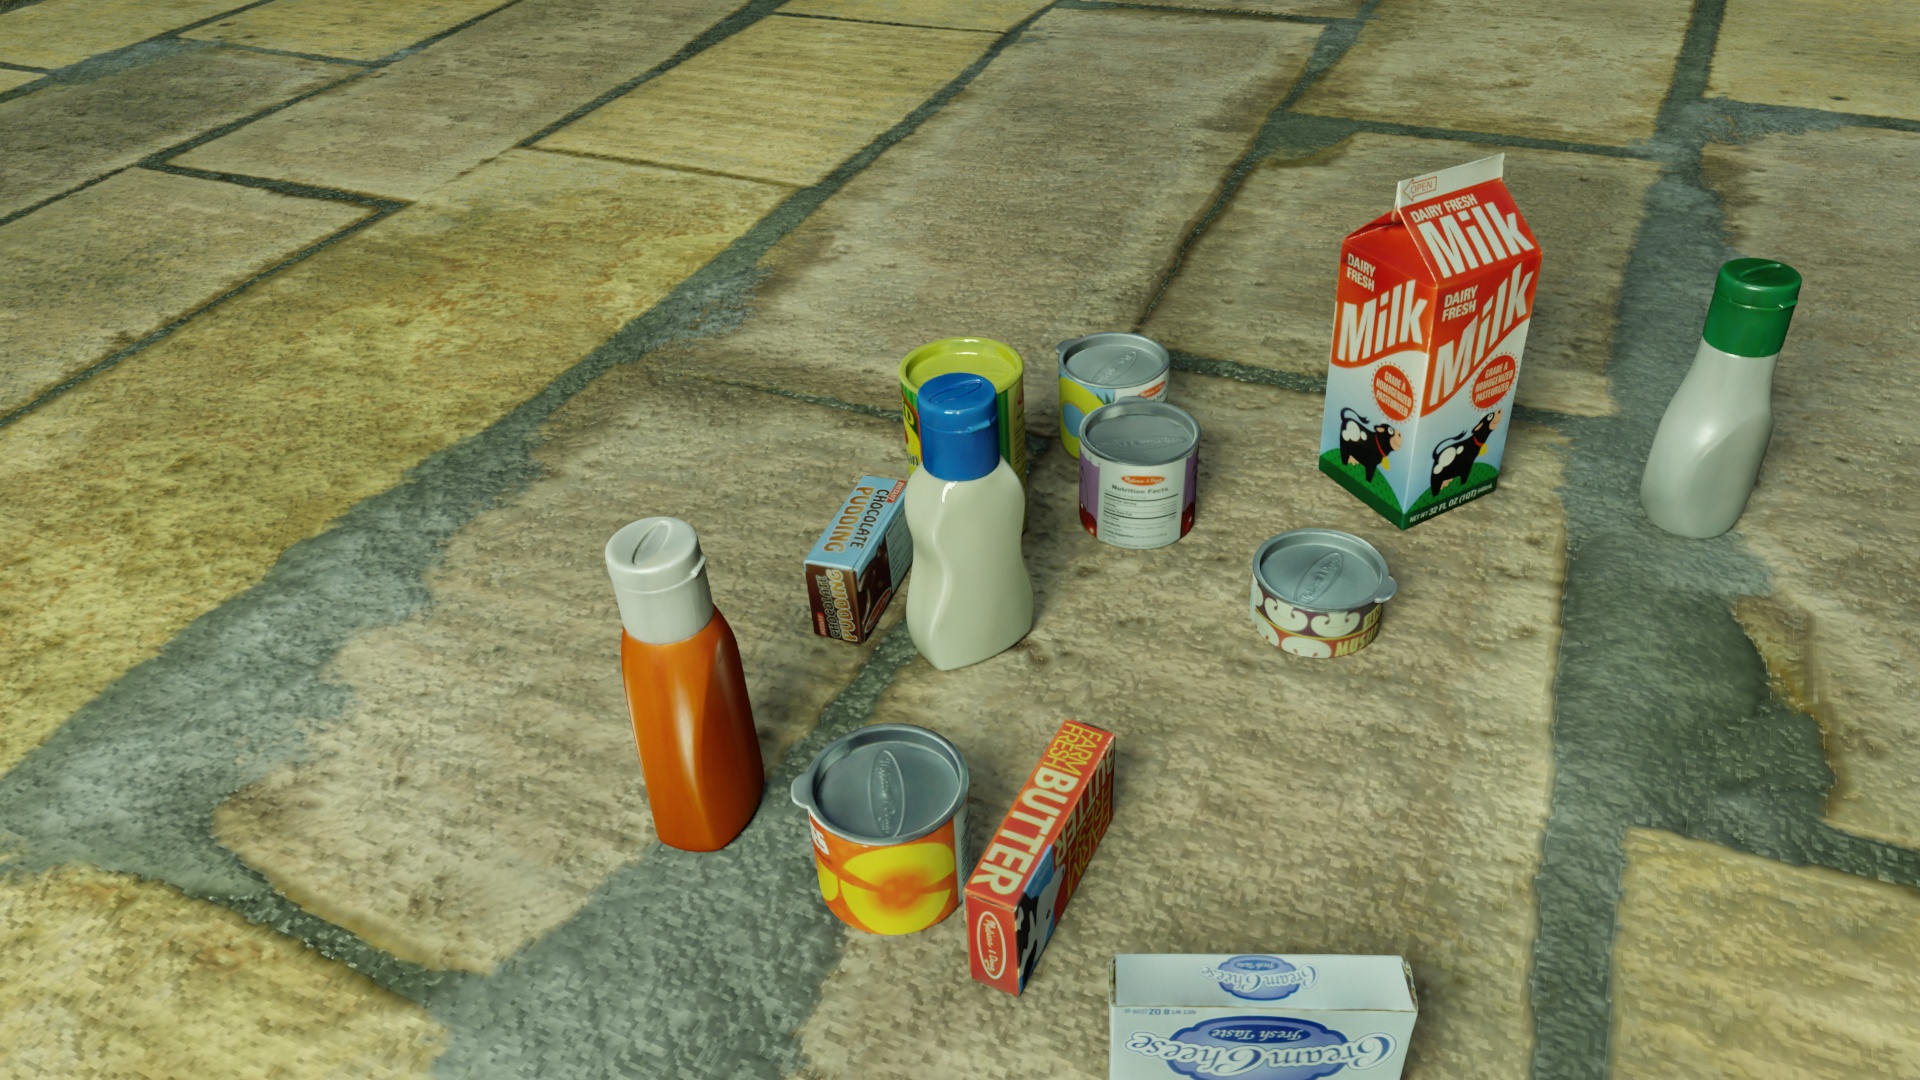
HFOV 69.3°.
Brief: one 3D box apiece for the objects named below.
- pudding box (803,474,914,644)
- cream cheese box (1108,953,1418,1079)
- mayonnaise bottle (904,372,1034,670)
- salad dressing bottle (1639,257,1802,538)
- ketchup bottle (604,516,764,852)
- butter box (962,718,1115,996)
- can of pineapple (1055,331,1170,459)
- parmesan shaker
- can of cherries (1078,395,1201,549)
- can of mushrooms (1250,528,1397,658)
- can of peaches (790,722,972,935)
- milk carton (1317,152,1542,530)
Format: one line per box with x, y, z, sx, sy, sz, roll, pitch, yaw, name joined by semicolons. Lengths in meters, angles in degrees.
-0.050;0.008;0.729;0.030;0.049;0.084;9;38;17;pudding box
0.104;0.172;0.492;0.104;0.053;0.024;-1;36;4;cream cheese box
0.002;-0.008;0.664;0.065;0.147;0.041;-23;40;-24;mayonnaise bottle
0.393;-0.072;0.717;0.064;0.146;0.044;-18;39;-18;salad dressing bottle
-0.115;0.060;0.582;0.043;0.148;0.065;5;37;12;ketchup bottle
0.034;0.125;0.561;0.024;0.052;0.104;14;40;22;butter box
0.091;-0.086;0.837;0.071;0.057;0.071;-2;36;2;can of pineapple
0.003;-0.049;0.756;0.071;0.102;0.072;-2;36;2;parmesan shaker
0.099;-0.038;0.771;0.071;0.058;0.072;-2;36;2;can of cherries
0.181;0.027;0.697;0.071;0.033;0.071;-2;36;2;can of mushrooms
-0.031;0.119;0.571;0.071;0.057;0.071;-2;36;2;can of peaches
0.250;-0.109;0.744;0.072;0.189;0.074;-20;39;-21;milk carton
